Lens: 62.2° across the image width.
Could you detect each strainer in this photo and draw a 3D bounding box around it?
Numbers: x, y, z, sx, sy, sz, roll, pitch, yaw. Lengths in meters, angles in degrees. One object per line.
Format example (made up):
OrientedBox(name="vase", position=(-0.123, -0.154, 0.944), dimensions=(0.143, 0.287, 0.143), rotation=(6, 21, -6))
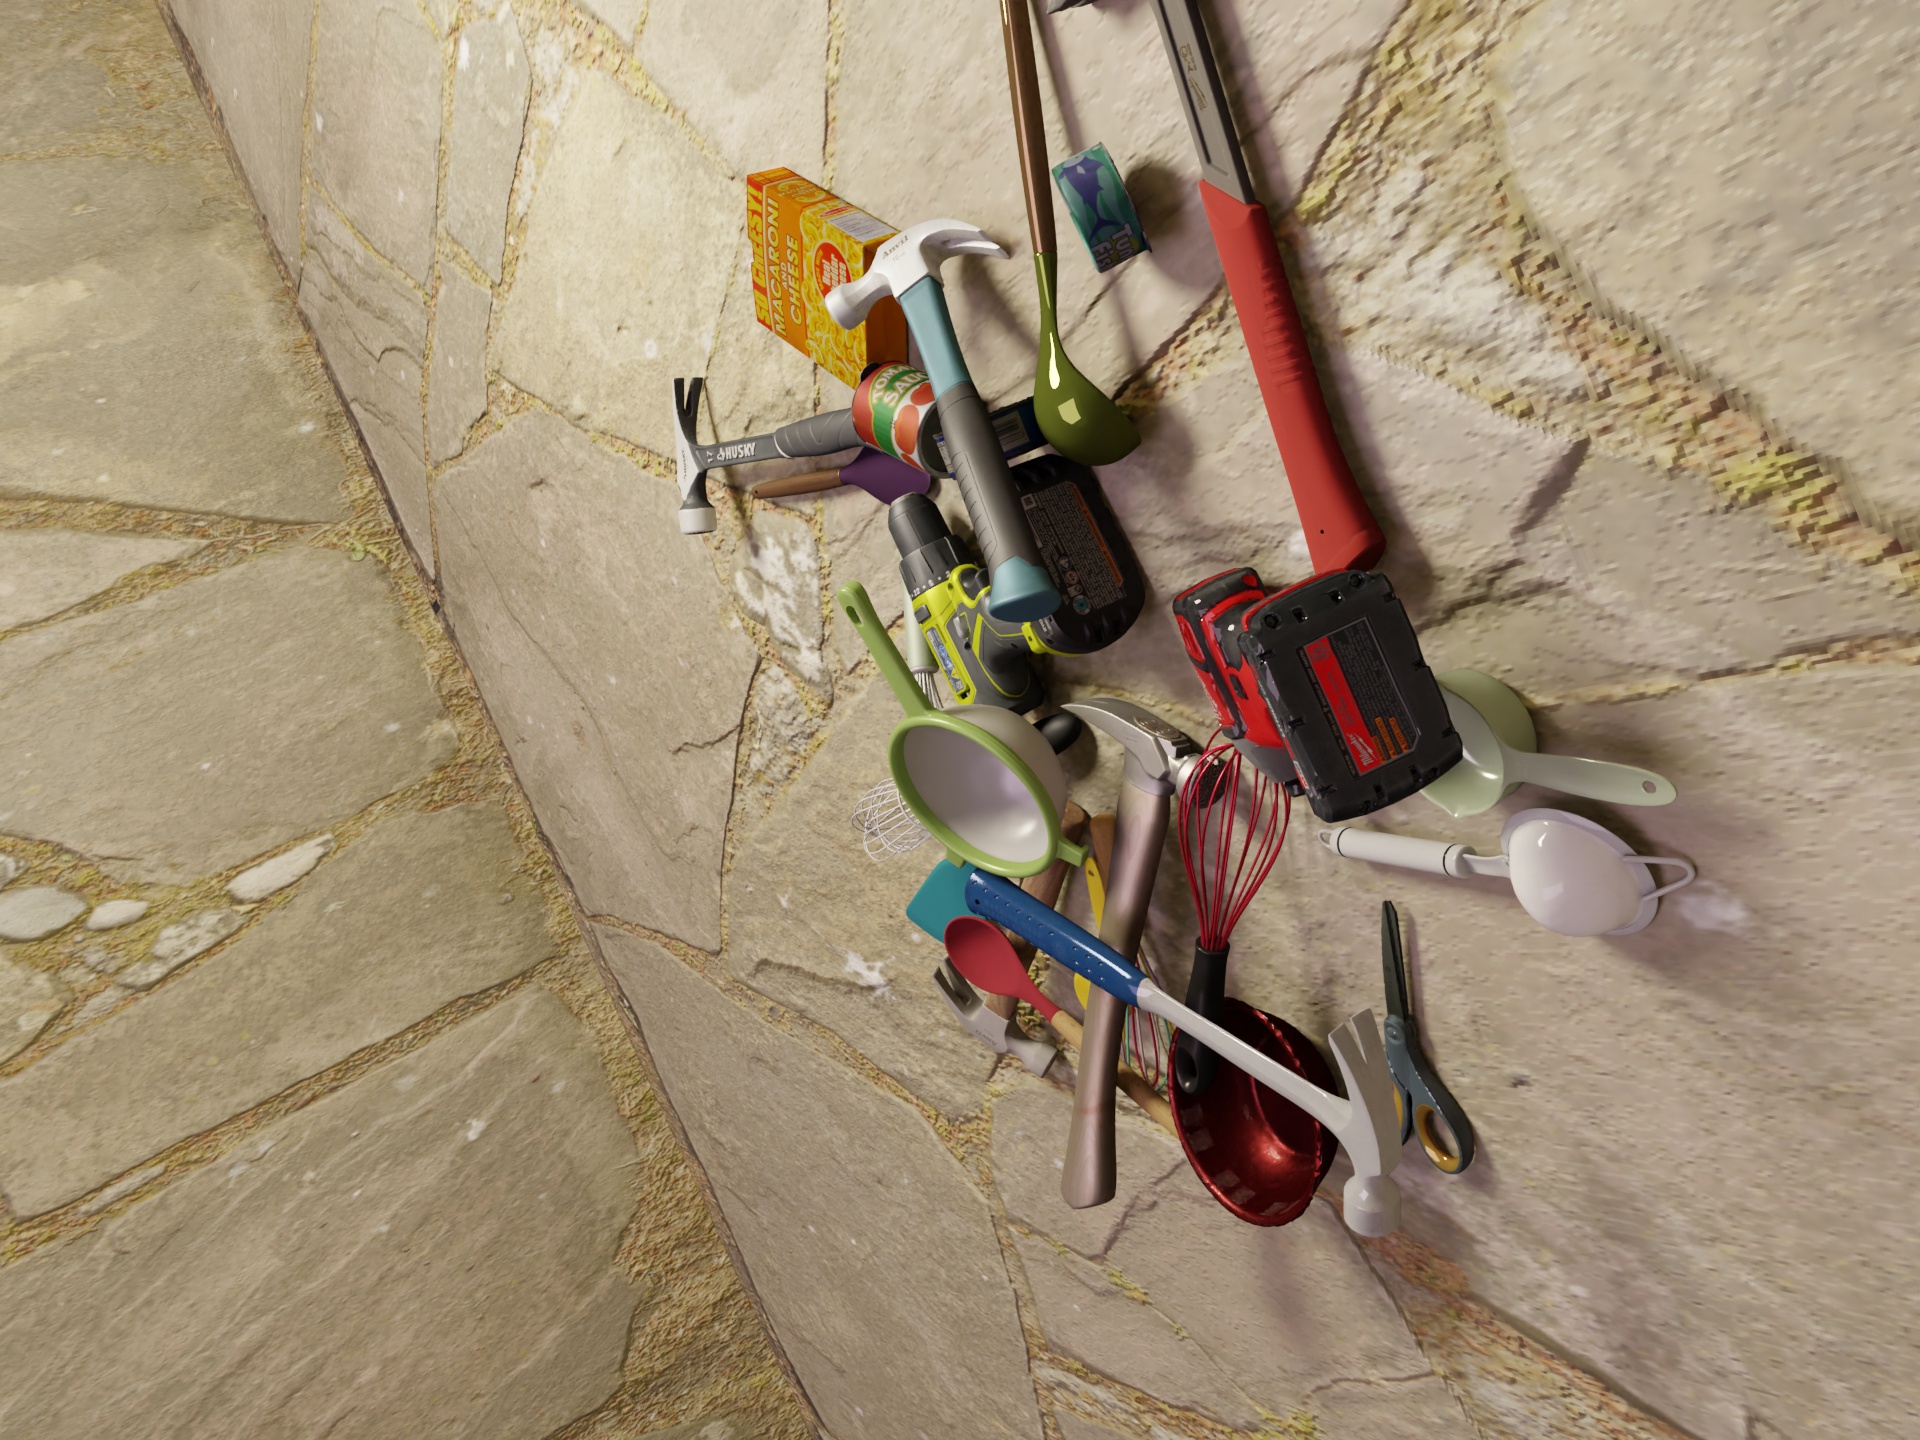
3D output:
OrientedBox(name="strainer", position=(0.285, 0.082, 0.889), dimensions=(0.086, 0.050, 0.258), rotation=(57, 159, -18))
OrientedBox(name="strainer", position=(-0.002, -0.004, 1.146), dimensions=(0.151, 0.069, 0.256), rotation=(-8, 120, 50))

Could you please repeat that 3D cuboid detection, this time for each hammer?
OrientedBox(name="hammer", position=(0.053, 0.181, 1.361), dimensions=(0.130, 0.031, 0.331), rotation=(30, 138, 15))
OrientedBox(name="hammer", position=(0.108, 0.186, 1.186), dimensions=(0.146, 0.038, 0.410), rotation=(34, 126, 47))
OrientedBox(name="hammer", position=(0.150, -0.244, 0.855), dimensions=(0.149, 0.036, 0.359), rotation=(-1, 112, 61))
OrientedBox(name="hammer", position=(0.000, -0.193, 1.003), dimensions=(0.128, 0.033, 0.331), rotation=(-33, 54, 23))
OrientedBox(name="hammer", position=(-0.159, -0.245, 1.381), dimensions=(0.409, 0.036, 0.149), rotation=(6, 103, 57))
OrientedBox(name="hammer", position=(0.133, 0.184, 1.073), dimensions=(0.406, 0.035, 0.144), rotation=(27, 133, 50))

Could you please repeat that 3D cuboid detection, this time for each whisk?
OrientedBox(name="whisk", position=(0.131, 0.188, 1.245), dimensions=(0.047, 0.051, 0.245), rotation=(18, 125, 62))
OrientedBox(name="whisk", position=(-0.028, -0.032, 1.263), dimensions=(0.059, 0.058, 0.246), rotation=(67, -162, -78))
OrientedBox(name="whisk", position=(0.002, 0.049, 1.294), dimensions=(0.284, 0.070, 0.070), rotation=(-30, 86, 46))
OrientedBox(name="whisk", position=(0.171, 0.134, 1.063), dimensions=(0.073, 0.073, 0.295), rotation=(34, 131, 44))

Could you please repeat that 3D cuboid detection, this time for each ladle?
OrientedBox(name="ladle", position=(0.060, -0.313, 0.963), dimensions=(0.078, 0.062, 0.320), rotation=(-136, 36, -71))
OrientedBox(name="ladle", position=(0.094, 0.252, 1.270), dimensions=(0.316, 0.031, 0.069), rotation=(37, 131, 40))

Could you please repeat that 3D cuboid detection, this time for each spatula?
OrientedBox(name="spatula", position=(0.013, 0.084, 1.365), dimensions=(0.082, 0.044, 0.317), rotation=(31, 140, 18))
OrientedBox(name="spatula", position=(-0.109, -0.205, 1.364), dimensions=(0.316, 0.018, 0.059), rotation=(6, 114, 58))

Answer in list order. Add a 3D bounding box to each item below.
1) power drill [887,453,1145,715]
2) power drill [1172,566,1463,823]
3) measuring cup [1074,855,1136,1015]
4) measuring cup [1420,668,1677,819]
OrientedBox(name="power drill", position=(0.026, -0.103, 1.150), dimensions=(0.190, 0.080, 0.228), rotation=(64, 155, 2))
OrientedBox(name="power drill", position=(0.186, -0.014, 0.879), dimensions=(0.220, 0.078, 0.143), rotation=(-140, 24, -83))
OrientedBox(name="measuring cup", position=(0.108, 0.180, 1.288), dimensions=(0.062, 0.029, 0.156), rotation=(26, 136, 50))
OrientedBox(name="measuring cup", position=(0.297, 0.016, 0.814), dimensions=(0.168, 0.038, 0.083), rotation=(14, 125, 54))
